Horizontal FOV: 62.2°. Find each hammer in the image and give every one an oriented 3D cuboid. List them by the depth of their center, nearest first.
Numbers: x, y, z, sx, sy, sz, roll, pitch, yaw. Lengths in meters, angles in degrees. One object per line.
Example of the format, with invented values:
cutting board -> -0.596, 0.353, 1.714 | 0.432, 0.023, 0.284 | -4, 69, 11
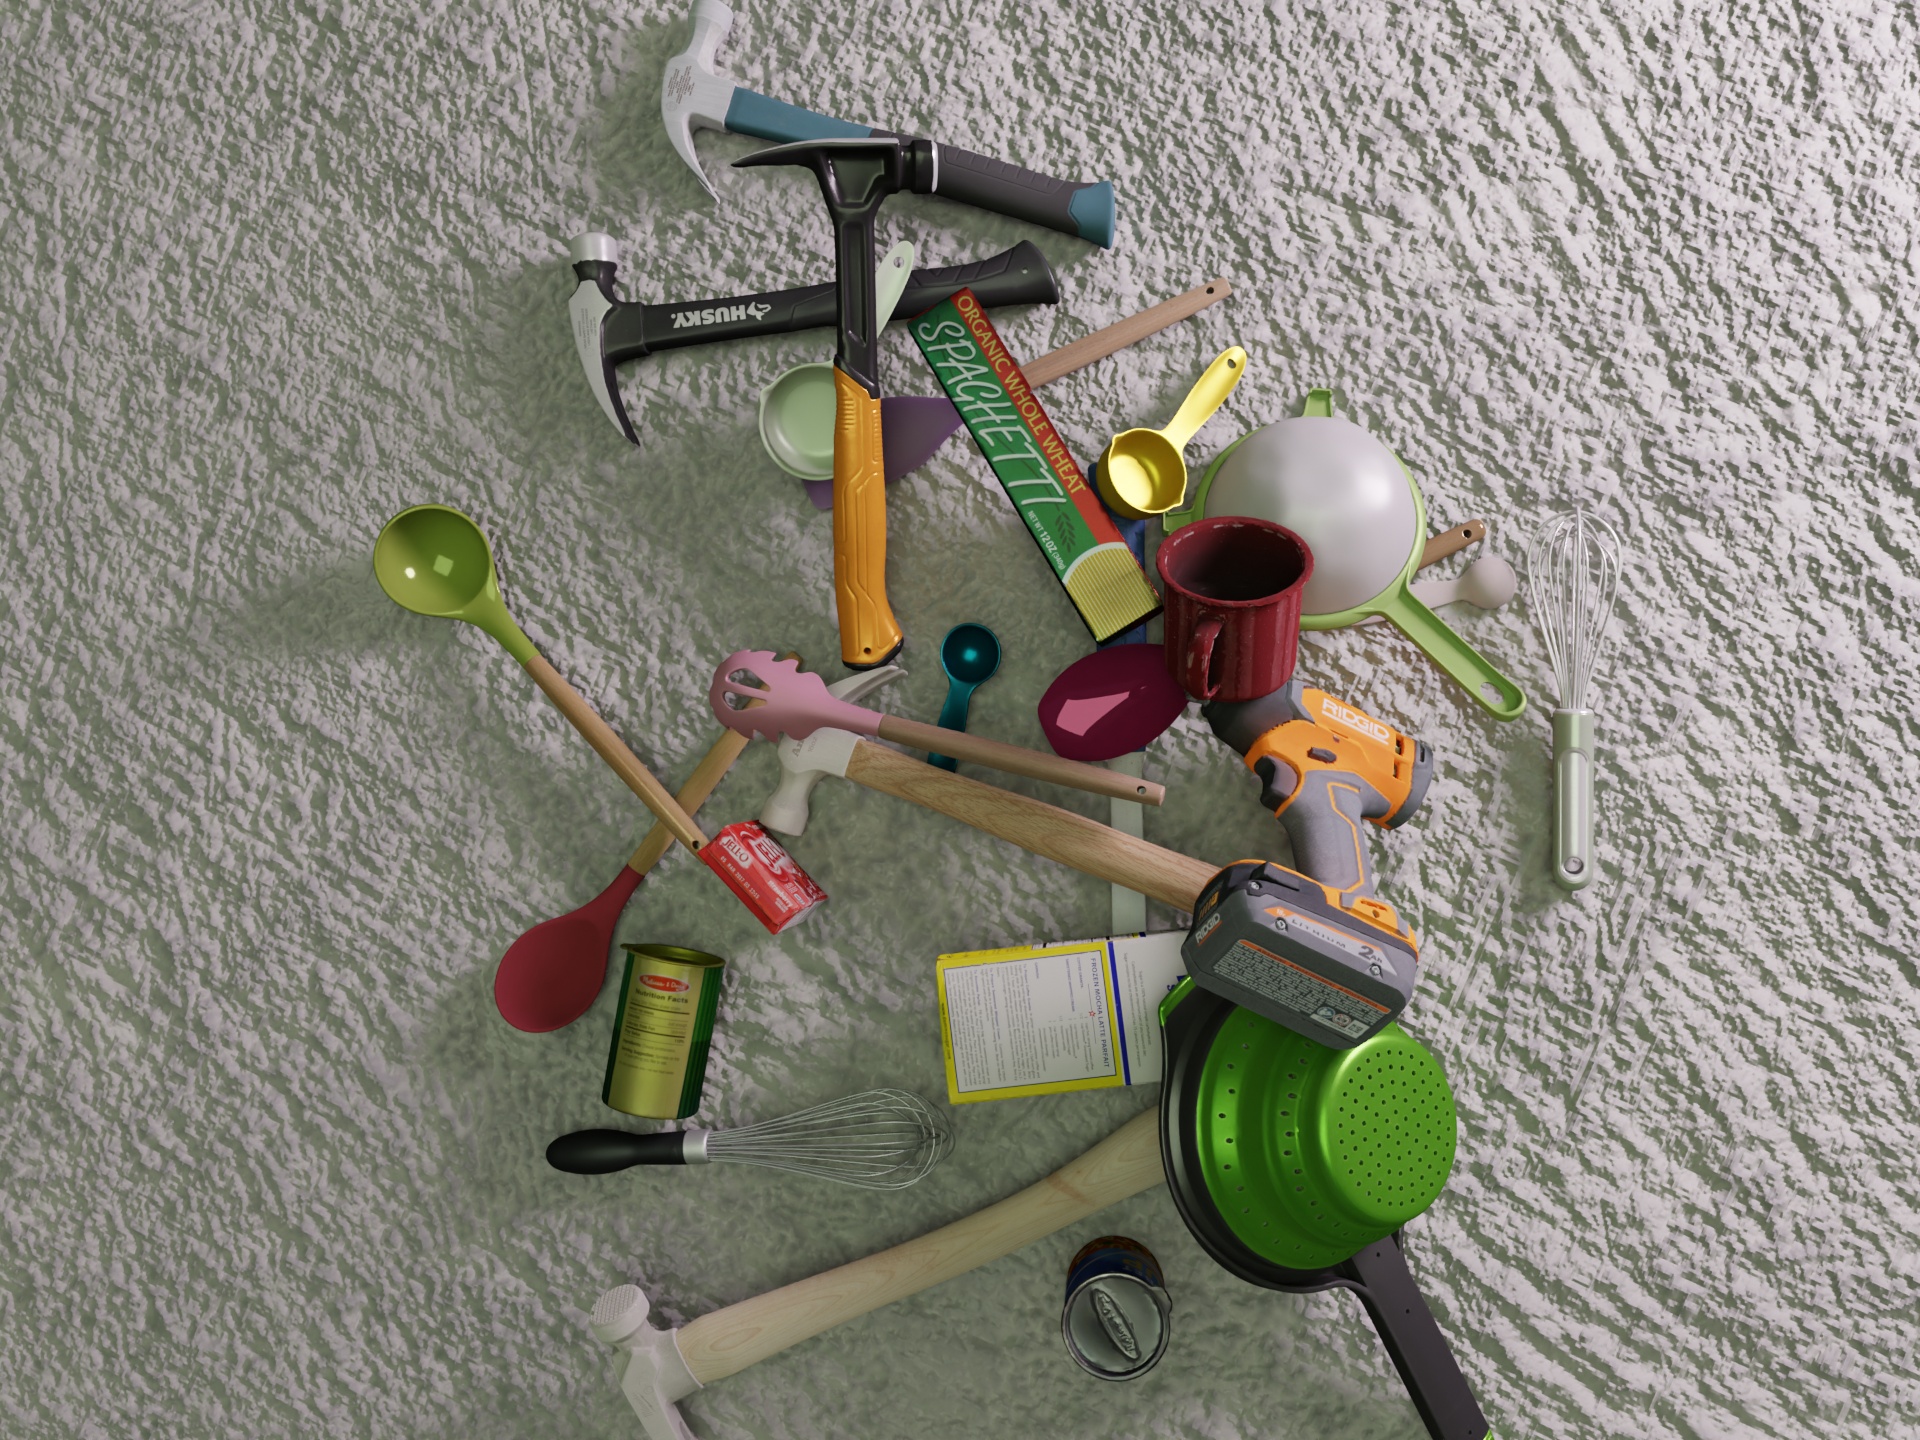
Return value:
hammer -> -0.074, -0.196, 1.024 | 0.127, 0.034, 0.336 | -3, 107, -5
hammer -> 0.033, 0.060, 1.026 | 0.331, 0.031, 0.130 | 19, 90, 18
hammer -> -0.024, 0.362, 1.039 | 0.410, 0.038, 0.146 | -23, 107, 0
hammer -> 0.103, 0.032, 1.050 | 0.144, 0.035, 0.405 | -1, 87, 6
hammer -> -0.100, -0.277, 1.085 | 0.335, 0.035, 0.146 | -6, 86, 6
hammer -> -0.049, -0.388, 1.085 | 0.331, 0.033, 0.128 | 18, 89, 6

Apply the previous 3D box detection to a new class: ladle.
ladle -> -0.276, -0.022, 1.071 | 0.078, 0.062, 0.320 | -44, 81, 3
ladle -> -0.207, 0.080, 1.086 | 0.069, 0.031, 0.315 | 37, 90, 6

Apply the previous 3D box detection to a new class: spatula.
spatula -> 0.034, -0.229, 1.077 | 0.316, 0.018, 0.060 | -23, 83, 5

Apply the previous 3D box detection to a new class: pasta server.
pasta server -> -0.023, 0.010, 1.020 | 0.316, 0.040, 0.060 | 14, 89, 14

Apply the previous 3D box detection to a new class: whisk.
whisk -> 0.392, -0.013, 1.017 | 0.058, 0.059, 0.246 | 0, 92, 18
whisk -> -0.143, 0.281, 1.057 | 0.284, 0.070, 0.070 | -5, 87, 11

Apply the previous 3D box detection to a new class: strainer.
strainer -> 0.257, -0.100, 0.991 | 0.151, 0.069, 0.256 | -40, 71, -9

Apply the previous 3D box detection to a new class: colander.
colander -> 0.264, 0.311, 0.959 | 0.204, 0.094, 0.397 | -32, 98, -31

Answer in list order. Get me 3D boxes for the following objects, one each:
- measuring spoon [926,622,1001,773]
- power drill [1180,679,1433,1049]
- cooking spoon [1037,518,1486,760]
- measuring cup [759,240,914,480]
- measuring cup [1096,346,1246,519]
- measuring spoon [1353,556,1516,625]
measuring spoon -> -0.002, -0.003, 1.075 | 0.042, 0.021, 0.128 | 17, 99, 16
power drill -> 0.197, 0.065, 0.951 | 0.164, 0.227, 0.084 | 26, 135, -6
cooking spoon -> 0.198, -0.059, 1.029 | 0.319, 0.017, 0.069 | -25, 88, -5
measuring cup -> -0.074, -0.239, 1.051 | 0.083, 0.038, 0.167 | 27, 100, -12
measuring cup -> 0.142, -0.191, 1.044 | 0.062, 0.029, 0.156 | 43, 64, -9
measuring spoon -> 0.303, -0.081, 1.042 | 0.124, 0.018, 0.034 | -12, 87, 6
